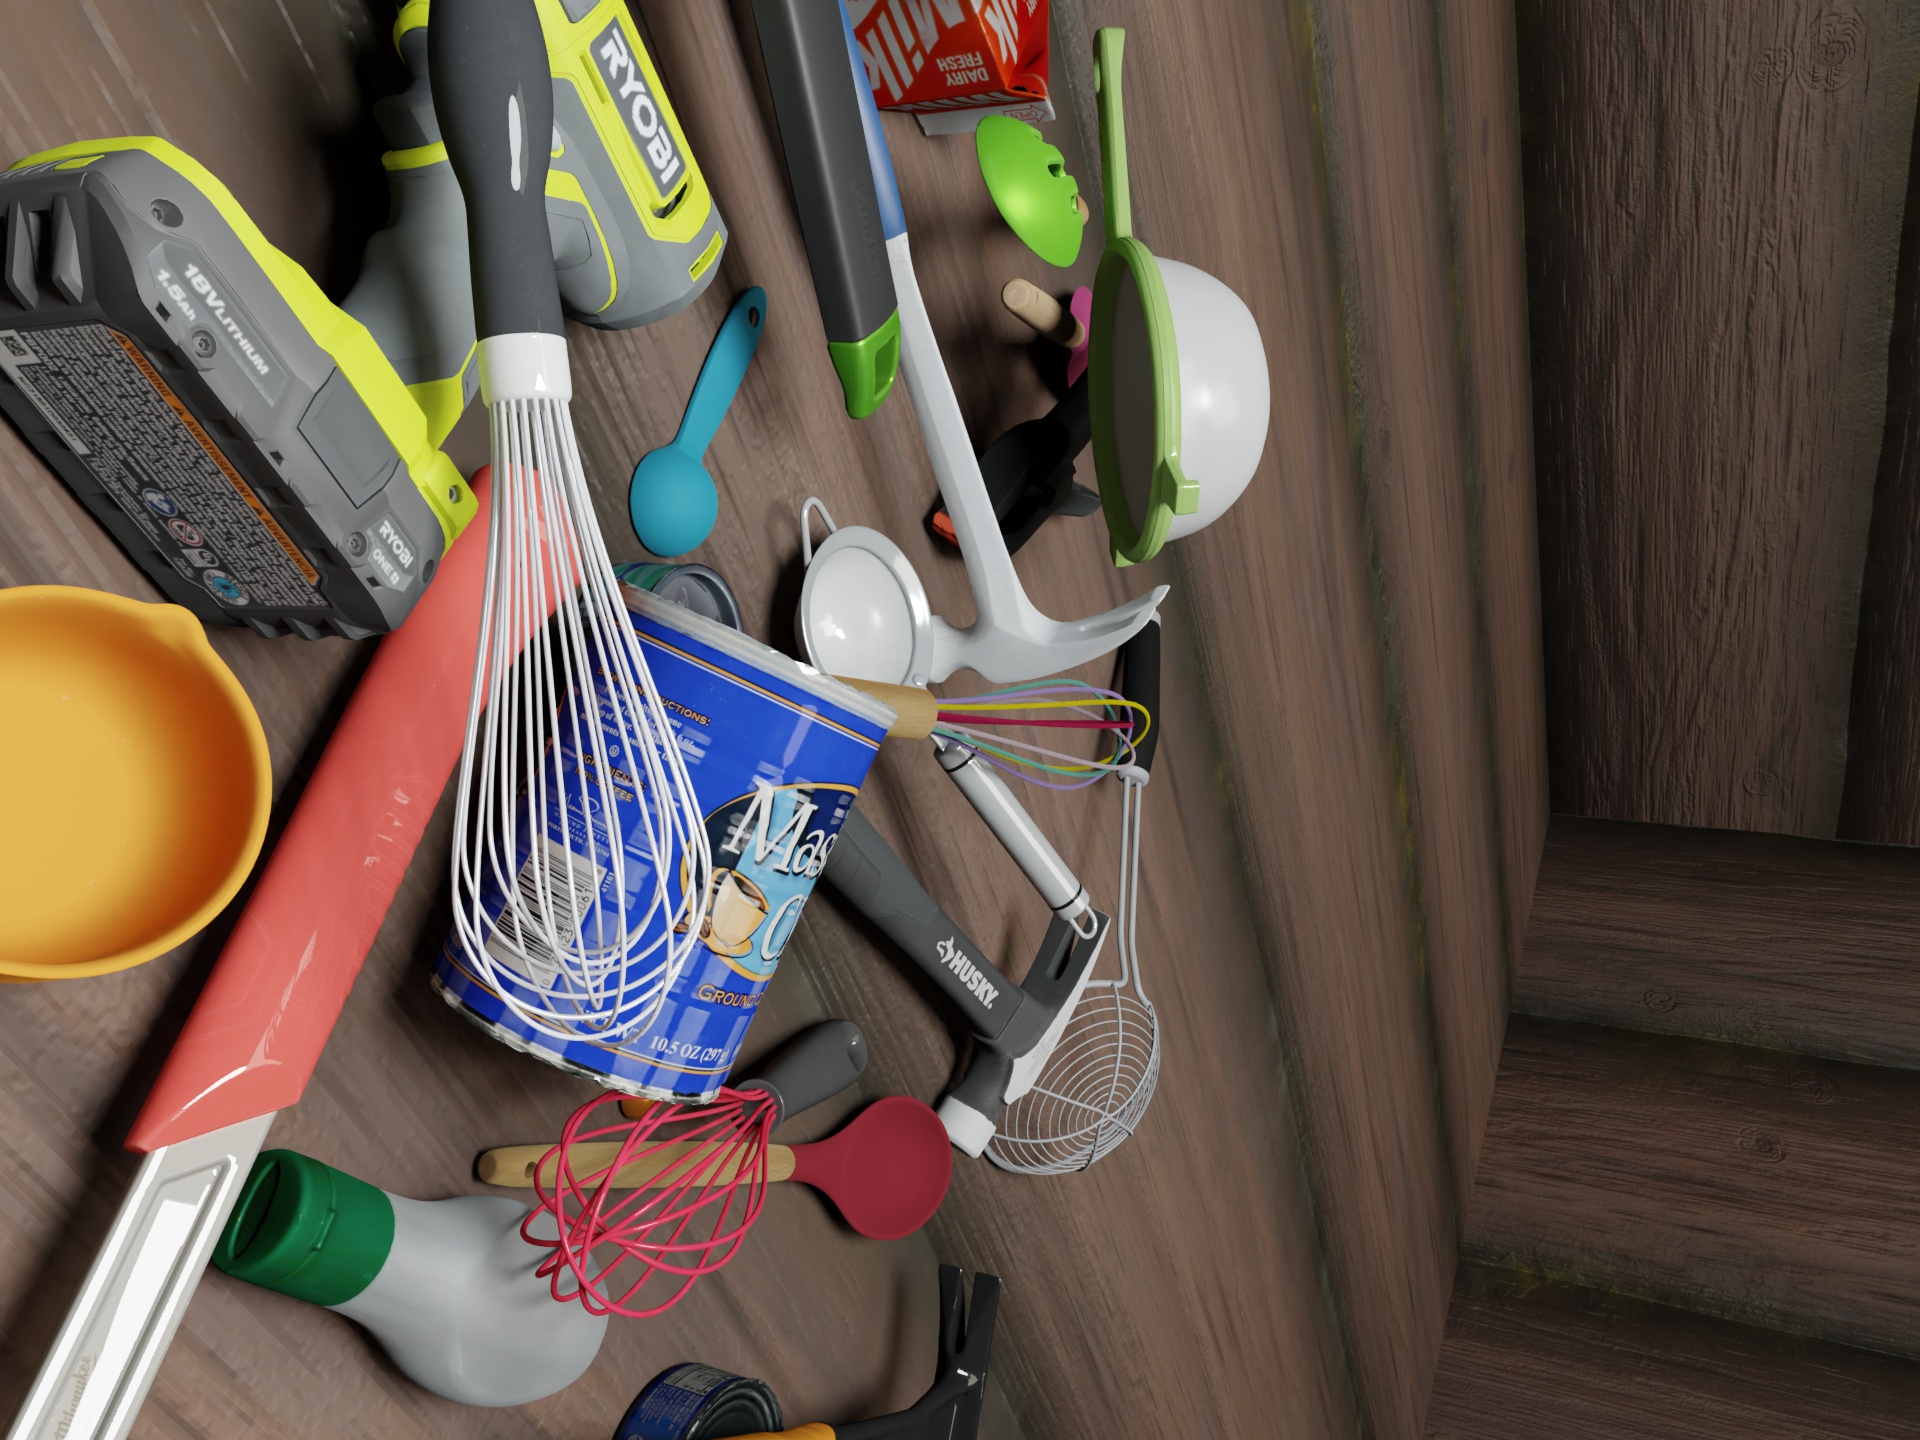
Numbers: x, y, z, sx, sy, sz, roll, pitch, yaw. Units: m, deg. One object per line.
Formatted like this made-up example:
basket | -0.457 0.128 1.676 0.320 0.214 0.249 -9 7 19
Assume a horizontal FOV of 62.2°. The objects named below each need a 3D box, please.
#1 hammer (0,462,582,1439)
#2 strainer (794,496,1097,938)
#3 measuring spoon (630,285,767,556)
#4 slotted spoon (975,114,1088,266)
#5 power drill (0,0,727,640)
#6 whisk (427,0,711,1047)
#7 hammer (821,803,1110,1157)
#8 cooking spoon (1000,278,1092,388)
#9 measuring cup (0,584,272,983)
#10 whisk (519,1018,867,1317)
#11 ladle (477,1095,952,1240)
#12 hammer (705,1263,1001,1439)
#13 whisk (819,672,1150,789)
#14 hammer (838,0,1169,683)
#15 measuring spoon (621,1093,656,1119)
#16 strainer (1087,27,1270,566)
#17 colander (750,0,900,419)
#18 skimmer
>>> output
hammer | -0.192 0.069 0.427 0.149 0.037 0.359 36 54 -31
strainer | -0.009 0.009 0.726 0.258 0.050 0.087 53 46 -21
measuring spoon | -0.094 -0.122 0.629 0.042 0.021 0.129 52 50 -53
slotted spoon | 0.047 -0.255 0.781 0.070 0.031 0.314 60 14 -10
power drill | -0.161 -0.154 0.441 0.190 0.080 0.229 66 36 -43
whisk | -0.109 -0.057 0.408 0.070 0.070 0.284 -9 93 -62
hammer | -0.025 0.085 0.755 0.146 0.035 0.334 -55 140 -17
cooking spoon | 0.055 -0.204 0.829 0.319 0.017 0.068 -36 129 -76
measuring cup | -0.241 -0.006 0.346 0.173 0.052 0.095 39 55 -29
whisk | -0.085 0.155 0.611 0.296 0.073 0.073 -3 97 -77
ladle | -0.090 0.191 0.679 0.315 0.031 0.069 27 67 -59
hammer | -0.072 0.295 0.642 0.336 0.034 0.127 30 68 -60
whisk | 0.000 -0.004 0.678 0.244 0.047 0.051 8 76 -46
hammer | -0.025 -0.192 0.664 0.035 0.144 0.405 -54 132 -47
measuring spoon | -0.103 0.123 0.659 0.117 0.011 0.021 -49 135 -50
strainer | 0.103 -0.204 0.753 0.151 0.069 0.256 140 -53 -83
colander | -0.096 -0.286 0.530 0.205 0.094 0.396 -56 145 -44
skimmer | 0.079 0.095 0.986 0.127 0.090 0.364 33 52 -38
